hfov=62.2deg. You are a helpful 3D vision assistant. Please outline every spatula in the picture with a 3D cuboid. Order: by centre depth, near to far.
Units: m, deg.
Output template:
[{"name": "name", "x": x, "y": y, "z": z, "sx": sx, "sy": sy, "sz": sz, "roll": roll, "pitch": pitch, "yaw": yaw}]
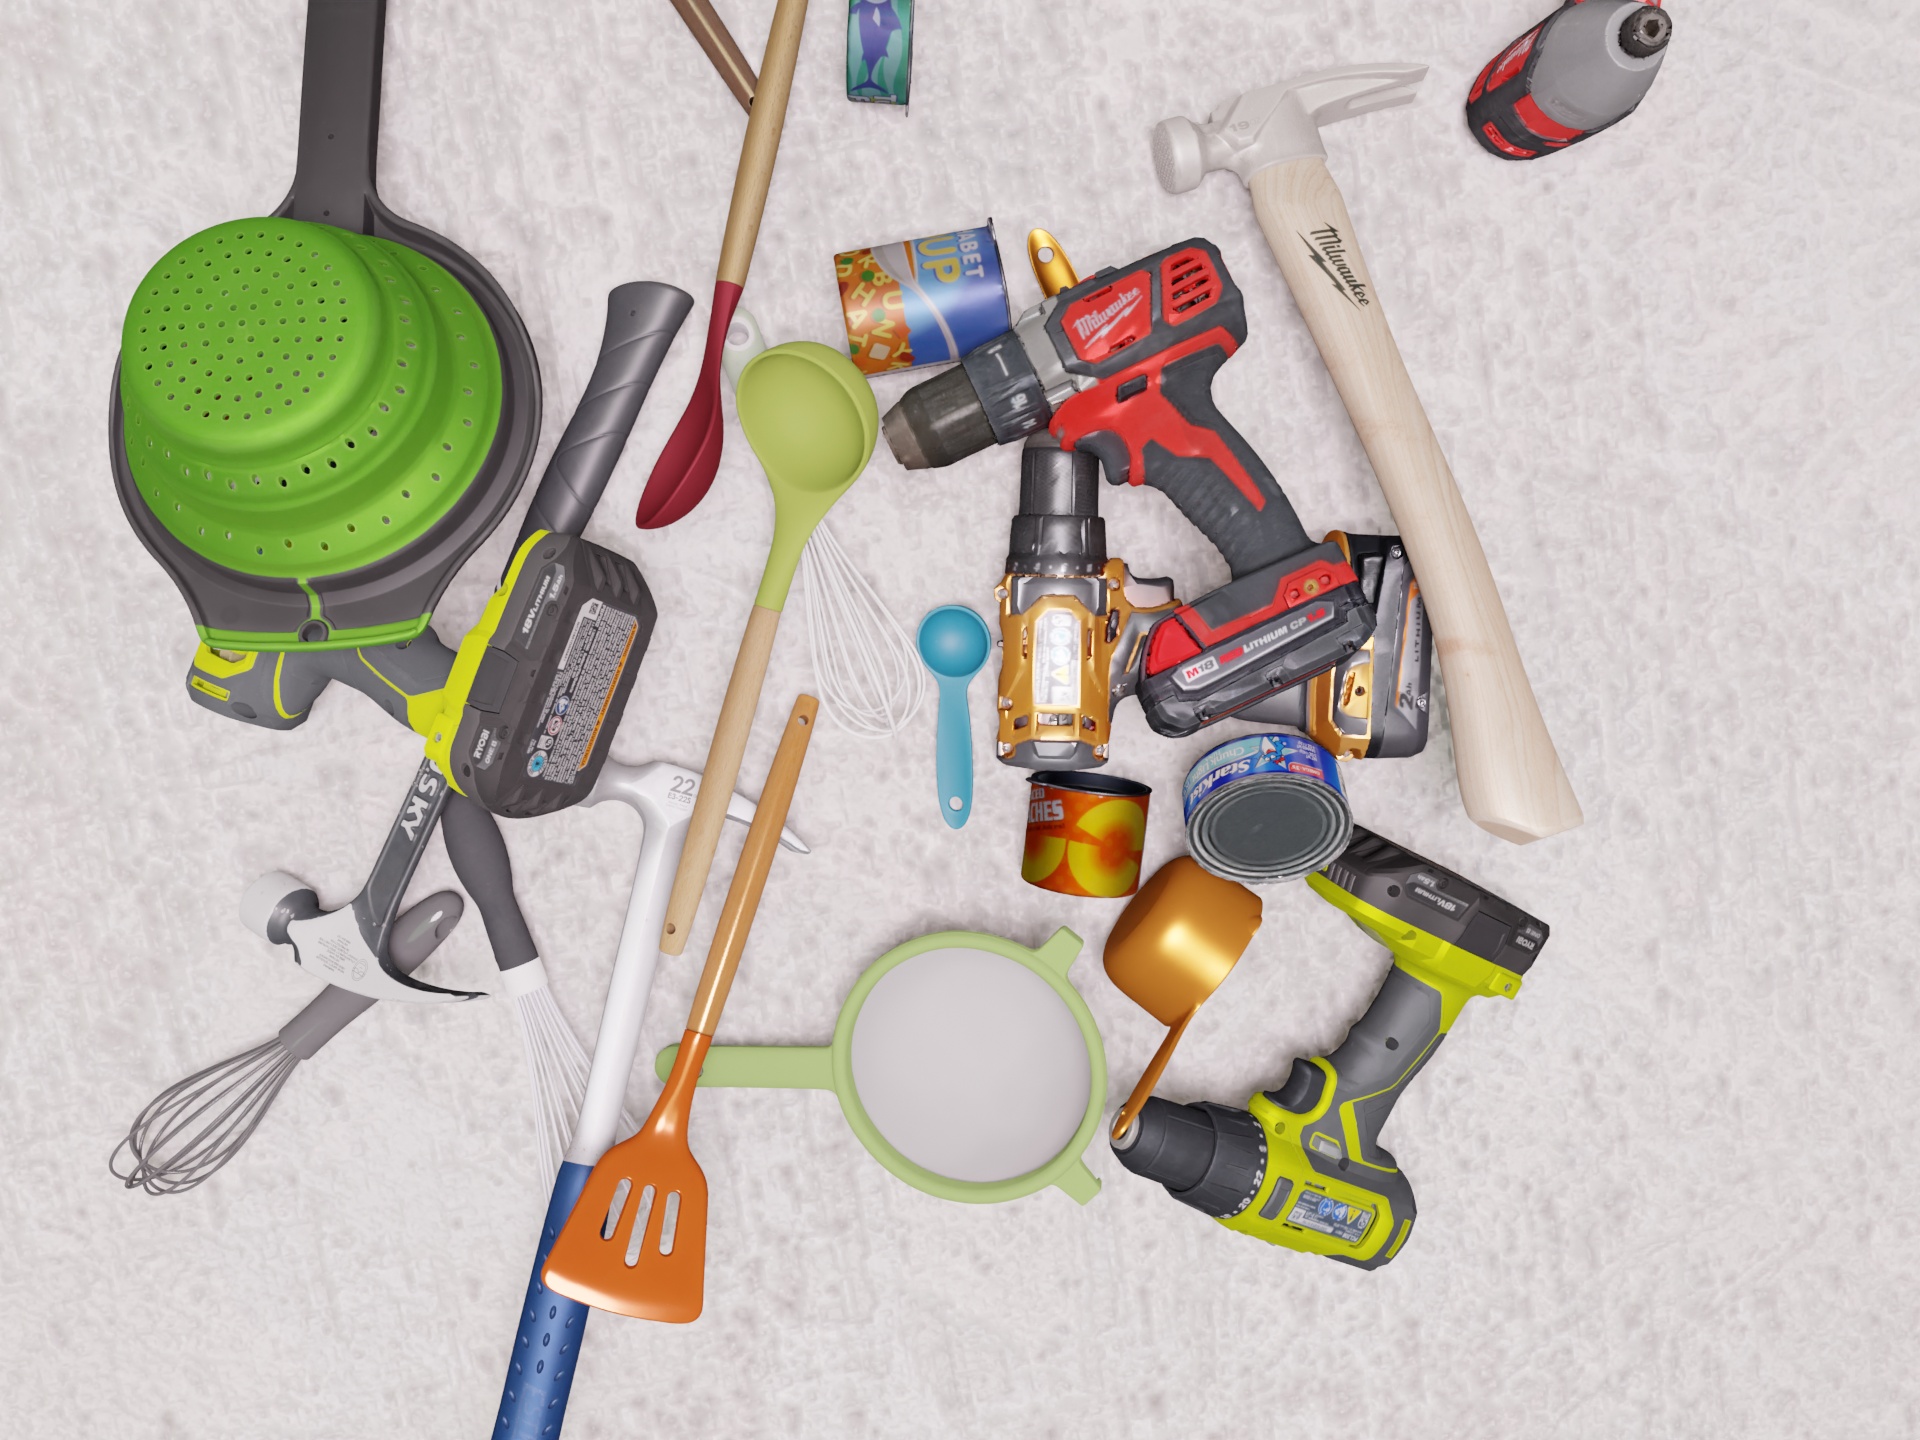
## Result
[{"name": "spatula", "x": -0.125, "y": 0.137, "z": 0.818, "sx": 0.081, "sy": 0.041, "sz": 0.323, "roll": 19, "pitch": 78, "yaw": -11}]

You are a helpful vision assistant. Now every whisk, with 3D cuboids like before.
[{"name": "whisk", "x": -0.080, "y": -0.104, "z": 0.849, "sx": 0.058, "sy": 0.059, "sz": 0.246, "roll": -21, "pitch": 92, "yaw": -6}, {"name": "whisk", "x": -0.366, "y": 0.175, "z": 0.870, "sx": 0.239, "sy": 0.055, "sz": 0.055, "roll": -42, "pitch": 97, "yaw": -2}, {"name": "whisk", "x": -0.229, "y": 0.171, "z": 0.872, "sx": 0.070, "sy": 0.070, "sz": 0.284, "roll": -20, "pitch": 93, "yaw": 0}]

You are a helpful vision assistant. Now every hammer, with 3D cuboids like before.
[{"name": "hammer", "x": 0.230, "y": -0.140, "z": 0.799, "sx": 0.146, "sy": 0.038, "sz": 0.411, "roll": -17, "pitch": 79, "yaw": -4}, {"name": "hammer", "x": -0.186, "y": 0.222, "z": 0.833, "sx": 0.144, "sy": 0.035, "sz": 0.405, "roll": 14, "pitch": 80, "yaw": -12}, {"name": "hammer", "x": -0.239, "y": -0.042, "z": 0.836, "sx": 0.149, "sy": 0.036, "sz": 0.409, "roll": 26, "pitch": 91, "yaw": 21}]

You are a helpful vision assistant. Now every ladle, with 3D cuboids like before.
[{"name": "ladle", "x": -0.111, "y": -0.032, "z": 0.803, "sx": 0.078, "sy": 0.062, "sz": 0.320, "roll": 18, "pitch": 95, "yaw": 22}, {"name": "ladle", "x": -0.114, "y": -0.247, "z": 0.811, "sx": 0.031, "sy": 0.069, "sz": 0.315, "roll": 13, "pitch": 89, "yaw": -29}]

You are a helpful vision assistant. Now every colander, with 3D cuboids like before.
[{"name": "colander", "x": -0.304, "y": -0.233, "z": 0.732, "sx": 0.204, "sy": 0.094, "sz": 0.397, "roll": -3, "pitch": 75, "yaw": 0}]

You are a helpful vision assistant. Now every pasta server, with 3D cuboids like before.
[{"name": "pasta server", "x": -0.187, "y": -0.440, "z": 0.805, "sx": 0.060, "sy": 0.040, "sz": 0.316, "roll": -32, "pitch": 99, "yaw": 14}]

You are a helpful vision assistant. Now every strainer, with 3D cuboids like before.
[{"name": "strainer", "x": -0.041, "y": 0.184, "z": 0.886, "sx": 0.256, "sy": 0.069, "sz": 0.151, "roll": -3, "pitch": 98, "yaw": 15}]

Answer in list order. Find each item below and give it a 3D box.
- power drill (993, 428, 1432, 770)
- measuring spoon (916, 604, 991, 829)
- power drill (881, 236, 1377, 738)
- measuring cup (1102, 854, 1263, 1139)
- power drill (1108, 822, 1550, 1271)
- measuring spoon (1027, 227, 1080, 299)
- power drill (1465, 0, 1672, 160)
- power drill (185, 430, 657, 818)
[{"name": "power drill", "x": 0.131, "y": -0.065, "z": 0.850, "sx": 0.226, "sy": 0.084, "sz": 0.185, "roll": 1, "pitch": 95, "yaw": 1}, {"name": "measuring spoon", "x": -0.001, "y": -0.003, "z": 0.882, "sx": 0.042, "sy": 0.021, "sz": 0.128, "roll": 4, "pitch": 107, "yaw": 14}, {"name": "power drill", "x": 0.082, "y": -0.105, "z": 0.782, "sx": 0.188, "sy": 0.080, "sz": 0.227, "roll": -25, "pitch": 83, "yaw": 4}, {"name": "measuring cup", "x": 0.098, "y": 0.140, "z": 0.836, "sx": 0.052, "sy": 0.174, "sz": 0.095, "roll": 39, "pitch": 137, "yaw": -1}, {"name": "power drill", "x": 0.199, "y": 0.177, "z": 0.863, "sx": 0.190, "sy": 0.080, "sz": 0.228, "roll": 25, "pitch": 95, "yaw": -24}, {"name": "measuring spoon", "x": 0.065, "y": -0.212, "z": 0.862, "sx": 0.021, "sy": 0.011, "sz": 0.117, "roll": -26, "pitch": 94, "yaw": 1}, {"name": "power drill", "x": 0.344, "y": -0.391, "z": 0.786, "sx": 0.078, "sy": 0.143, "sz": 0.219, "roll": 29, "pitch": 93, "yaw": -8}, {"name": "power drill", "x": -0.271, "y": -0.056, "z": 0.792, "sx": 0.223, "sy": 0.080, "sz": 0.171, "roll": 20, "pitch": 89, "yaw": 23}]
